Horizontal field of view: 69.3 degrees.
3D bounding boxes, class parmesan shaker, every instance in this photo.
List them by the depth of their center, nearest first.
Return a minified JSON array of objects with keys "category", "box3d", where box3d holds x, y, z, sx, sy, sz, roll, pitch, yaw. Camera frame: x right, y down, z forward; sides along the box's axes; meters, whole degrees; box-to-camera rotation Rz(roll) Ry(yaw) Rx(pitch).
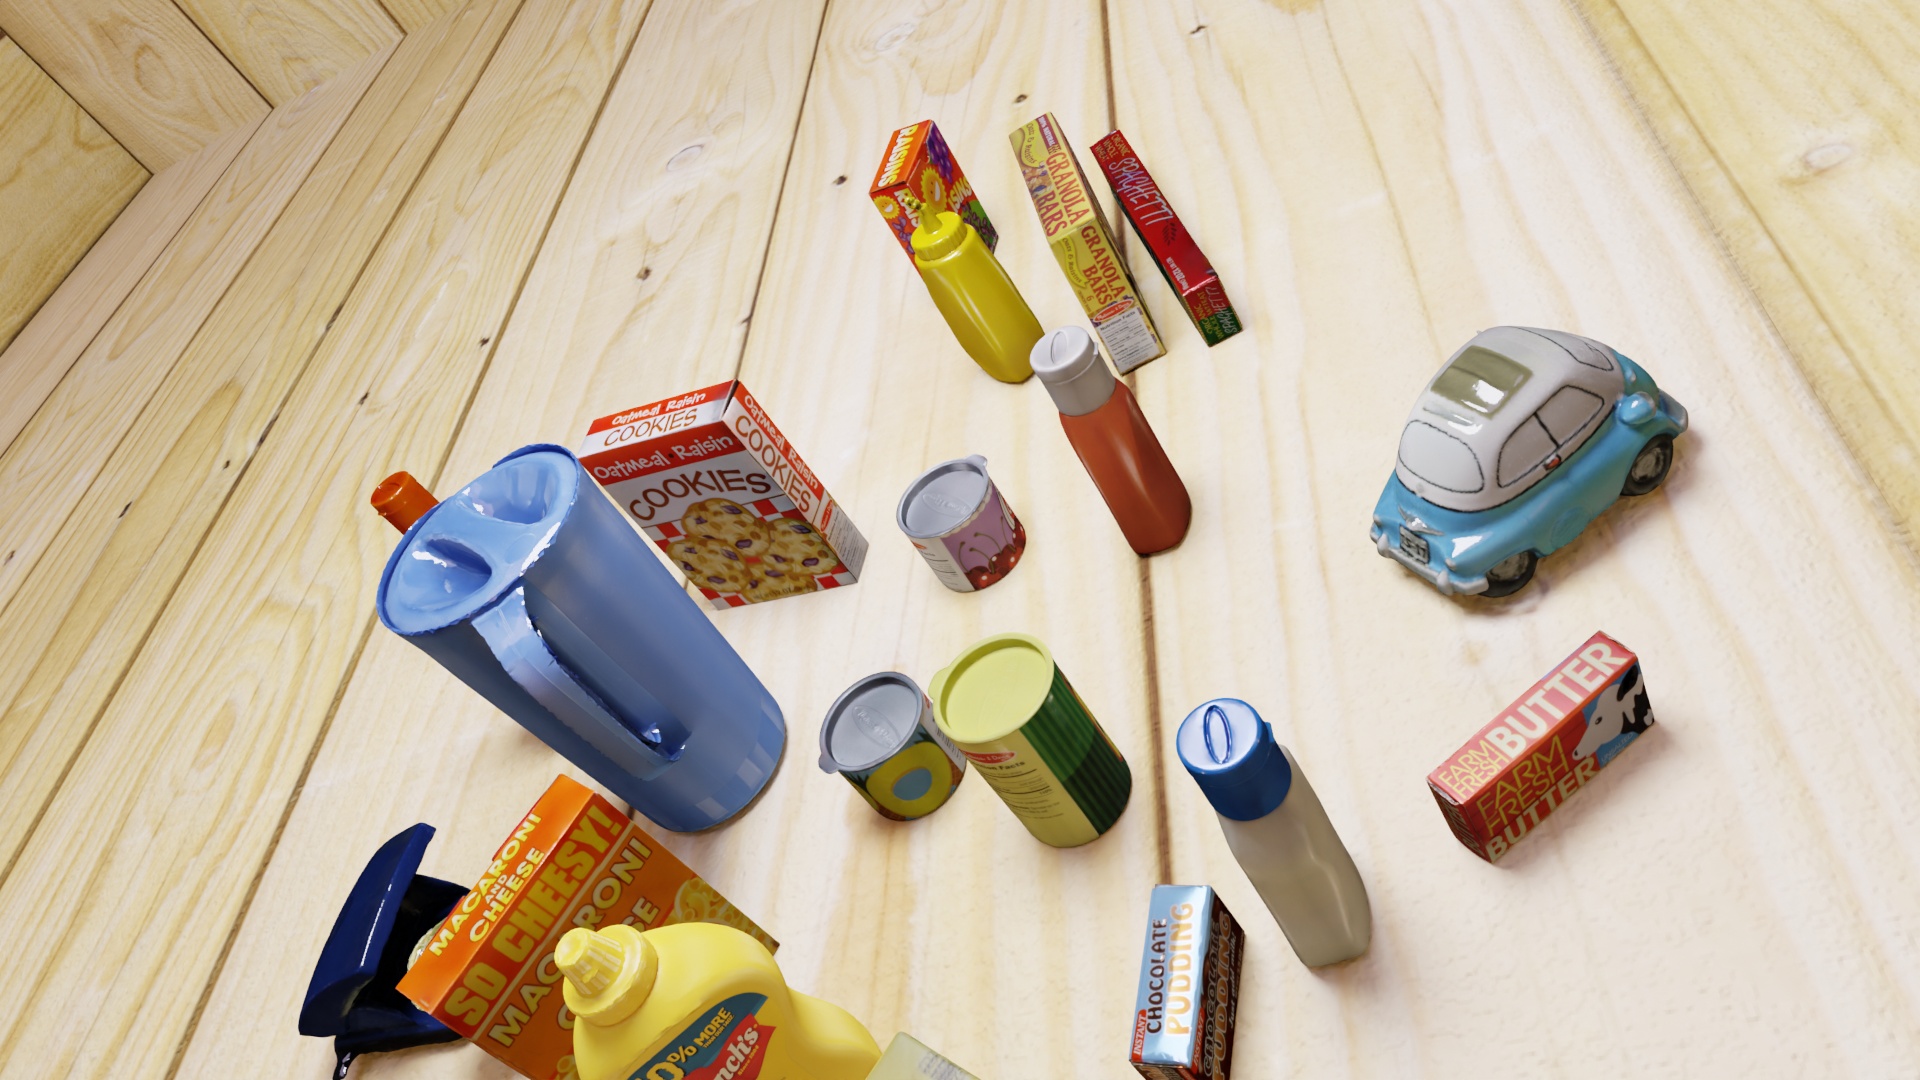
[{"category":"parmesan shaker","box3d":[0.037,0.103,0.715,0.071,0.102,0.072,-20,41,19]}]

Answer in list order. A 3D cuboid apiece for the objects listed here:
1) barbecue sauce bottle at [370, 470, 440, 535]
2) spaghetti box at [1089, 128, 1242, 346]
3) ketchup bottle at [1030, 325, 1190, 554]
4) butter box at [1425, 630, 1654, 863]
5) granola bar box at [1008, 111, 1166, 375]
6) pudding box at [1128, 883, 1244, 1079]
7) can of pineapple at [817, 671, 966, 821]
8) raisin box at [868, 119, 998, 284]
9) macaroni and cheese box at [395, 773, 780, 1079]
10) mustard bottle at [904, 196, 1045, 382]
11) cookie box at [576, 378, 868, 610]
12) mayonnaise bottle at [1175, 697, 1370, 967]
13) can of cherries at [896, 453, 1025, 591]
[{"category":"barbecue sauce bottle","box3d":[-0.397,0.007,1.092,0.065,0.148,0.044,5,54,39]},{"category":"spaghetti box","box3d":[0.146,-0.228,1.017,0.028,0.050,0.251,-28,39,10]},{"category":"ketchup bottle","box3d":[0.088,-0.060,0.808,0.043,0.148,0.065,-17,42,22]},{"category":"butter box","box3d":[0.256,0.091,0.609,0.103,0.053,0.024,-39,39,-4]},{"category":"granola bar box","box3d":[0.089,-0.213,0.984,0.039,0.123,0.166,-26,40,12]},{"category":"pudding box","box3d":[0.101,0.200,0.613,0.030,0.049,0.084,-9,45,29]},{"category":"can of pineapple","box3d":[-0.039,0.118,0.791,0.071,0.057,0.071,-20,41,19]},{"category":"raisin box","box3d":[-0.019,-0.260,1.110,0.040,0.123,0.086,-9,46,29]},{"category":"macaroni and cheese box","box3d":[-0.183,0.216,0.709,0.040,0.166,0.124,11,57,42]},{"category":"mustard bottle","box3d":[0.006,-0.183,0.984,0.049,0.159,0.065,-46,40,-13]},{"category":"cookie box","box3d":[-0.158,-0.027,0.938,0.123,0.167,0.040,-12,45,27]},{"category":"mayonnaise bottle","box3d":[0.134,0.122,0.590,0.041,0.147,0.065,-21,41,18]},{"category":"can of cherries","box3d":[0.003,-0.011,0.892,0.071,0.058,0.072,-20,41,19]}]
